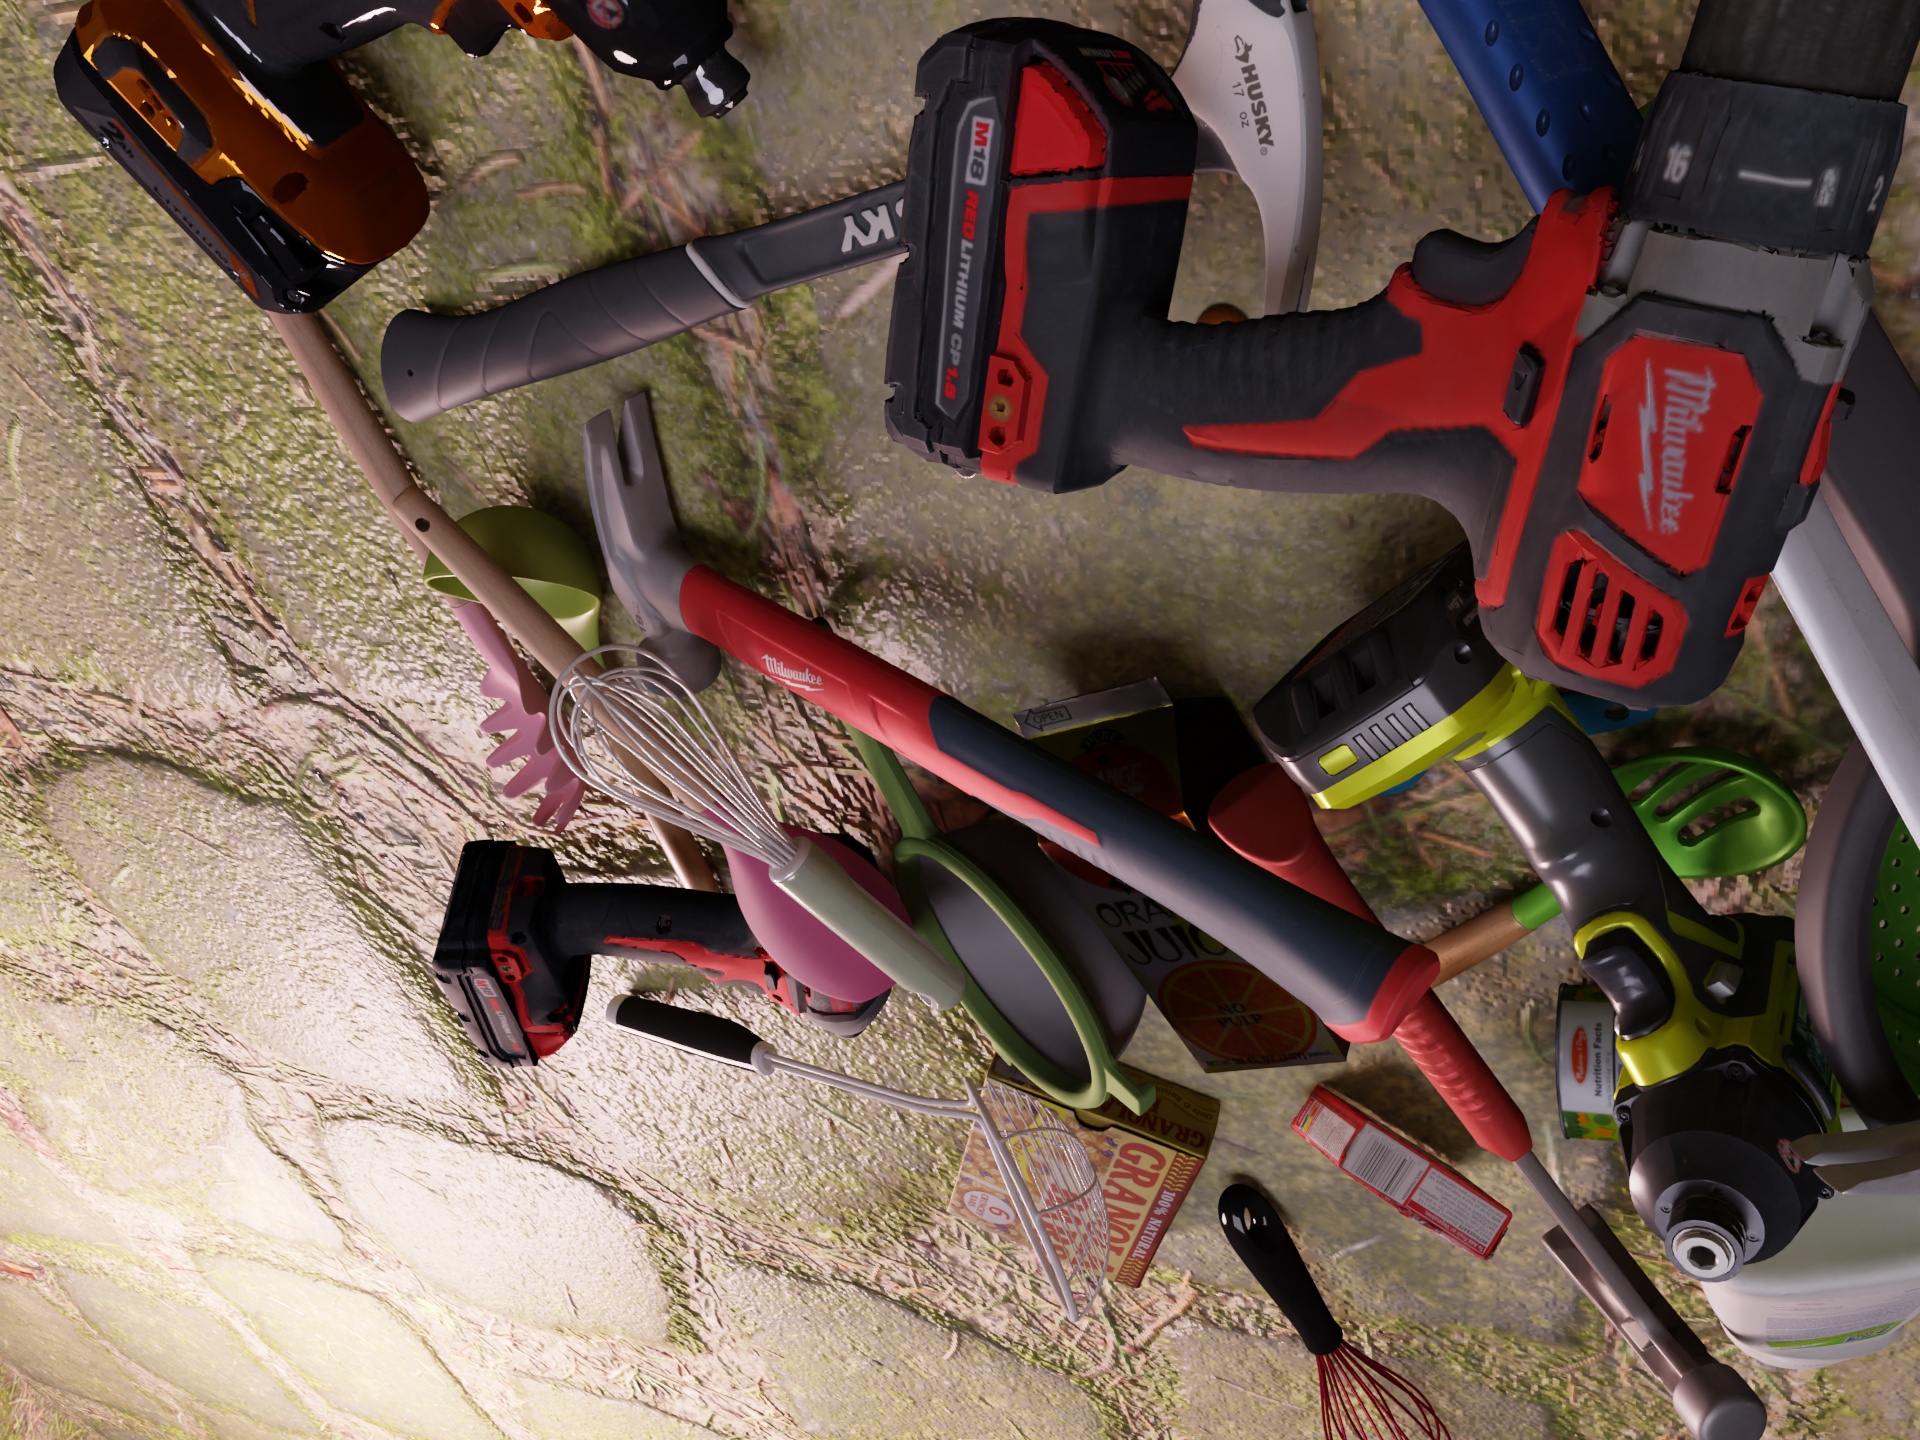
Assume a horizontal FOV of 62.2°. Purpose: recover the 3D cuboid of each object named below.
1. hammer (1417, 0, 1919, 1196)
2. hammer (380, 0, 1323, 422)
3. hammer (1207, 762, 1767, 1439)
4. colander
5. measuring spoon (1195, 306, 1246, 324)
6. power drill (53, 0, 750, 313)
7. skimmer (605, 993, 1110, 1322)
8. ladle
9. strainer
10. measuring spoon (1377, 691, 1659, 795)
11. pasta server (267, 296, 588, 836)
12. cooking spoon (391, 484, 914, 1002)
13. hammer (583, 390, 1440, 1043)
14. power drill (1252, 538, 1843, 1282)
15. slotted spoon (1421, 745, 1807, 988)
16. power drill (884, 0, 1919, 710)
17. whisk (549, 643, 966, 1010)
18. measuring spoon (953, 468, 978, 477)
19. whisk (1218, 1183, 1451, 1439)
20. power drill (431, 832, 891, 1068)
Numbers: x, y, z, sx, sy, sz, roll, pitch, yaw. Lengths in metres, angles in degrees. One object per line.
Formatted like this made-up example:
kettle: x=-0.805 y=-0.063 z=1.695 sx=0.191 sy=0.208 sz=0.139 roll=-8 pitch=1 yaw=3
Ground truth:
hammer: x=0.210 y=-0.058 z=0.422 sx=0.144 sy=0.035 sz=0.405 roll=-30 pitch=93 yaw=8
hammer: x=-0.067 y=-0.157 z=0.560 sx=0.409 sy=0.036 sz=0.149 roll=-6 pitch=111 yaw=34
hammer: x=0.214 y=0.154 z=0.675 sx=0.036 sy=0.149 sz=0.358 roll=-38 pitch=109 yaw=5
colander: x=0.301 y=-0.012 z=0.494 sx=0.204 sy=0.094 sz=0.397 roll=-34 pitch=95 yaw=2
measuring spoon: x=0.055 y=-0.114 z=0.573 sx=0.117 sy=0.011 sz=0.021 roll=-25 pitch=117 yaw=41
power drill: x=-0.183 y=-0.230 z=0.532 sx=0.226 sy=0.084 sz=0.164 roll=-23 pitch=118 yaw=36
skimmer: x=-0.077 y=0.220 z=0.868 sx=0.363 sy=0.090 sz=0.127 roll=9 pitch=134 yaw=33
ladle: x=-0.169 y=0.025 z=0.790 sx=0.078 sy=0.062 sz=0.319 roll=1 pitch=134 yaw=21
strainer: x=0.013 y=0.055 z=0.730 sx=0.256 sy=0.069 sz=0.151 roll=61 pitch=159 yaw=-9
measuring spoon: x=0.201 y=0.009 z=0.612 sx=0.128 sy=0.021 sz=0.042 roll=-12 pitch=125 yaw=36
pasta server: x=-0.253 y=-0.075 z=0.747 sx=0.060 sy=0.040 sz=0.316 roll=16 pitch=140 yaw=43
cooking spoon: x=-0.129 y=0.019 z=0.703 sx=0.069 sy=0.017 sz=0.318 roll=-36 pitch=113 yaw=12
hammer: x=-0.001 y=-0.002 z=0.594 sx=0.387 sy=0.038 sz=0.143 roll=28 pitch=142 yaw=31
power drill: x=0.201 y=0.055 z=0.518 sx=0.080 sy=0.171 sz=0.223 roll=-38 pitch=88 yaw=36
slotted spoon: x=0.222 y=0.091 z=0.680 sx=0.070 sy=0.031 sz=0.313 roll=35 pitch=139 yaw=-7
power drill: x=0.101 y=-0.120 z=0.387 sx=0.227 sy=0.080 sz=0.187 roll=21 pitch=118 yaw=25
whisk: x=-0.080 y=0.055 z=0.694 sx=0.246 sy=0.059 sz=0.058 roll=44 pitch=164 yaw=-28
measuring spoon: x=0.014 y=-0.135 z=0.577 sx=0.034 sy=0.018 sz=0.124 roll=32 pitch=145 yaw=10
whisk: x=0.221 y=0.376 z=0.935 sx=0.073 sy=0.073 sz=0.295 roll=-14 pitch=118 yaw=36
power drill: x=-0.144 y=0.122 z=0.823 sx=0.219 sy=0.079 sz=0.143 roll=-2 pitch=138 yaw=3
